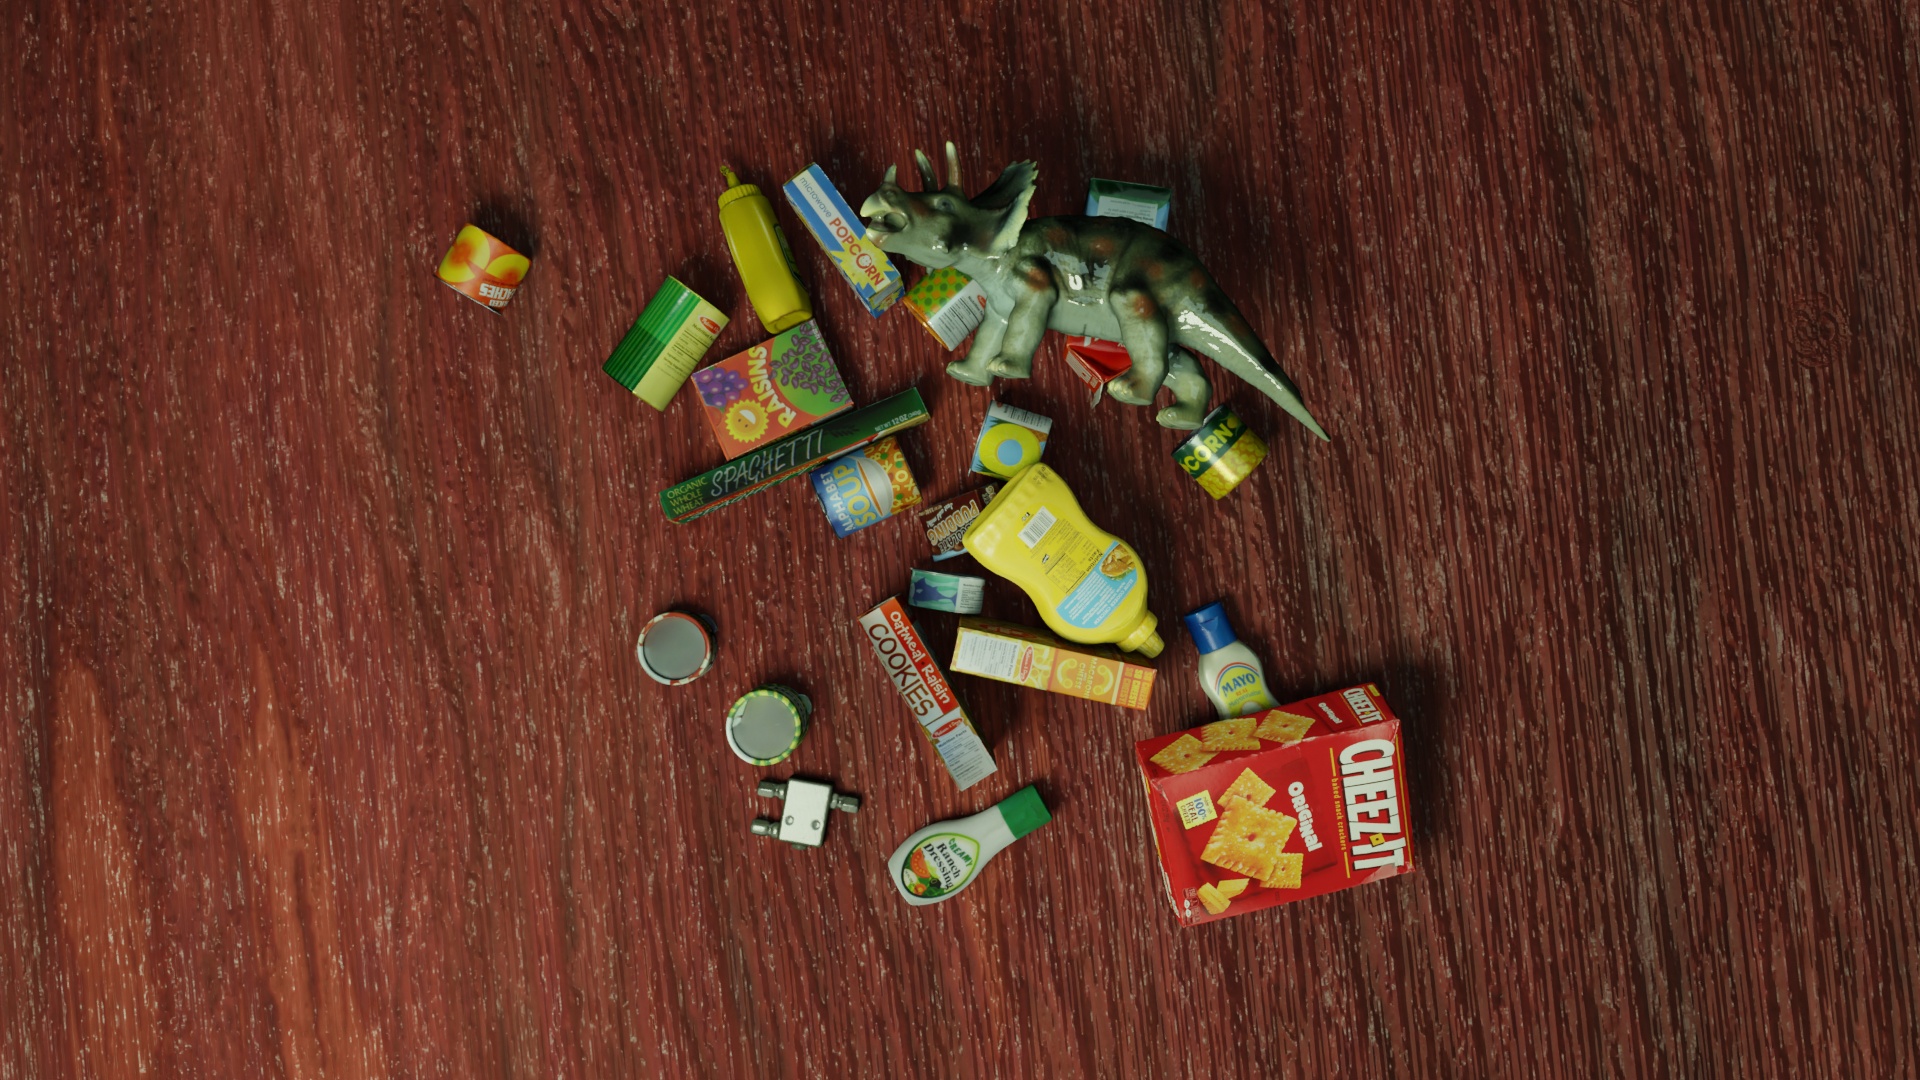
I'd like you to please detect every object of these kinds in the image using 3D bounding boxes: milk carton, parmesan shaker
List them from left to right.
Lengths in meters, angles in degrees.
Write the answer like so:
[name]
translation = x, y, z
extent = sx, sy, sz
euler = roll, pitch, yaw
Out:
[parmesan shaker]
translation = -0.263, -0.176, 1.230
extent = 0.071, 0.071, 0.103
euler = 36, 90, 1
[milk carton]
translation = 0.134, -0.214, 1.228
extent = 0.073, 0.072, 0.190
euler = 8, 88, 1

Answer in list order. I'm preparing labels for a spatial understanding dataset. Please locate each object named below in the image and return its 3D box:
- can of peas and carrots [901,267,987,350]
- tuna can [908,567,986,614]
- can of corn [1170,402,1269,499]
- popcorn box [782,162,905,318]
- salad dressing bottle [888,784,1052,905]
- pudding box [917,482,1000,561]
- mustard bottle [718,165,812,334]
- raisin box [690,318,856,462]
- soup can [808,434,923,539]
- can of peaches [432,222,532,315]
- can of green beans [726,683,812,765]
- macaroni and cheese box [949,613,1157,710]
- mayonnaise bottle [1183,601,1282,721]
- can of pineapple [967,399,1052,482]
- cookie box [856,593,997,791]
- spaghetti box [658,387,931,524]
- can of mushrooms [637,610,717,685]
[can of peas and carrots]
translation = -0.011, -0.212, 1.233
extent = 0.059, 0.071, 0.071
euler = -44, 89, 0
[tuna can]
translation = -0.014, 0.044, 1.226
extent = 0.071, 0.071, 0.033
euler = 8, 90, 1
[can of corn]
translation = 0.229, -0.078, 1.225
extent = 0.058, 0.071, 0.071
euler = 45, 90, 0
[popcorn box]
translation = -0.101, -0.263, 1.224
extent = 0.038, 0.085, 0.126
euler = -36, 89, -1
[salad dressing bottle]
translation = 0.010, 0.267, 1.231
extent = 0.148, 0.044, 0.064
euler = -30, 90, -1
[pudding box]
translation = 0.004, -0.015, 1.221
extent = 0.030, 0.083, 0.049
euler = -18, 90, -42
[mustard bottle]
translation = -0.180, -0.265, 1.236
extent = 0.049, 0.065, 0.160
euler = -23, 85, 4
[raisin box]
translation = -0.167, -0.133, 1.244
extent = 0.123, 0.040, 0.086
euler = -24, 90, 0
[soup can]
translation = -0.083, -0.047, 1.225
extent = 0.084, 0.071, 0.071
euler = -25, 89, 0
[can of peaches]
translation = -0.422, -0.241, 1.234
extent = 0.071, 0.071, 0.058
euler = 30, 89, 1
[can of green beans]
translation = -0.170, 0.162, 1.227
extent = 0.071, 0.058, 0.071
euler = 0, 89, 0
[macaroni and cheese box]
translation = 0.077, 0.103, 1.195
extent = 0.166, 0.124, 0.040
euler = 12, 93, 0
[mayonnaise bottle]
translation = 0.245, 0.128, 1.234
extent = 0.065, 0.041, 0.148
euler = -25, 89, 2
[can of pineapple]
translation = 0.044, -0.083, 1.229
extent = 0.058, 0.071, 0.071
euler = 17, 89, 0
[cookie box]
translation = -0.029, 0.126, 1.195
extent = 0.040, 0.123, 0.167
euler = -31, 89, -1
[spaghetti box]
translation = -0.147, -0.074, 1.237
extent = 0.250, 0.050, 0.028
euler = -22, 87, 0
[can of mushrooms]
translation = -0.251, 0.094, 1.242
extent = 0.071, 0.033, 0.071
euler = 0, 88, 1
